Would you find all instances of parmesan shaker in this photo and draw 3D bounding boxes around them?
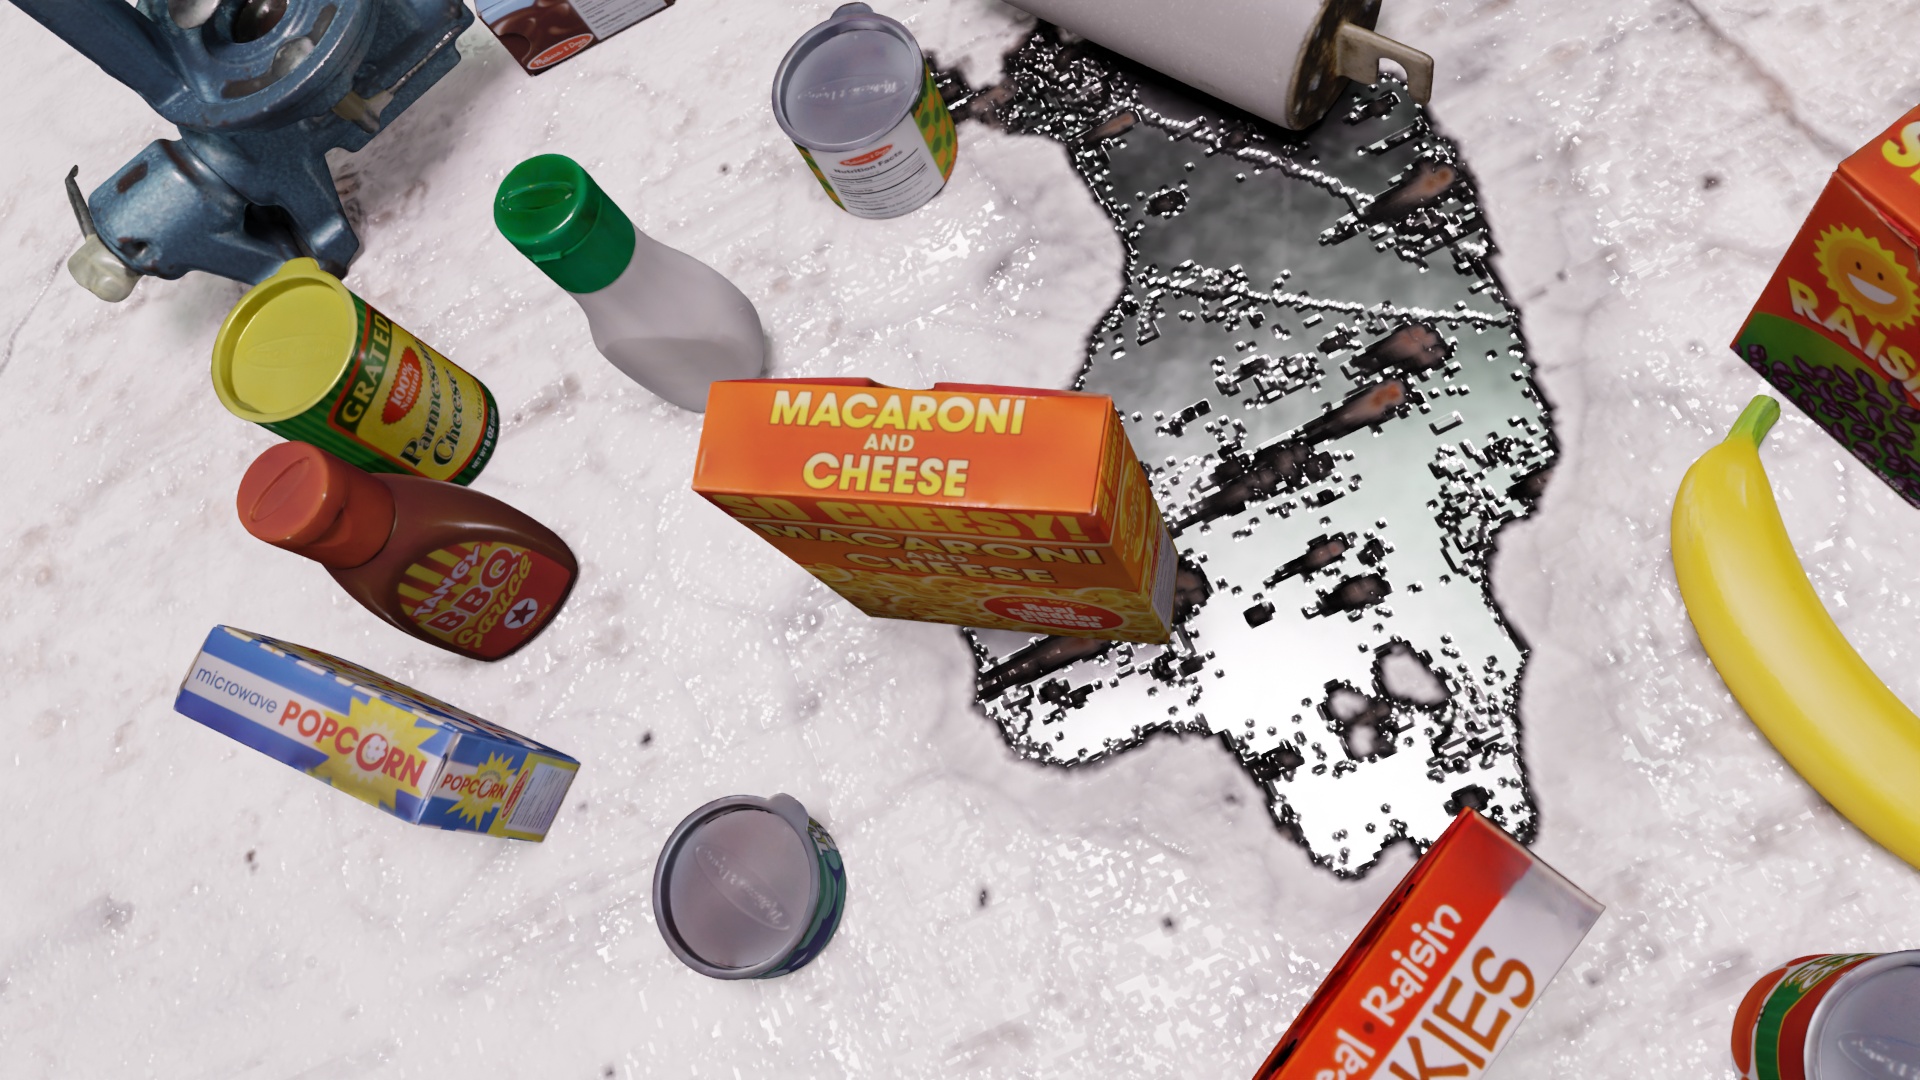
[{"bbox_3d":[-0.252,-0.065,0.592,0.071,0.103,0.071,-4,72,14],"label":"parmesan shaker"}]

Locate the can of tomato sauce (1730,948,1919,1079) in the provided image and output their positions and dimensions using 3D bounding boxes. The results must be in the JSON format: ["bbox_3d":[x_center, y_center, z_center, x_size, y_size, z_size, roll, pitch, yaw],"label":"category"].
[{"bbox_3d":[0.264,0.149,0.394,0.071,0.083,0.071,-4,72,14],"label":"can of tomato sauce"}]

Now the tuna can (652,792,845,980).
[{"bbox_3d":[-0.077,0.128,0.521,0.071,0.032,0.071,-4,72,14],"label":"tuna can"}]

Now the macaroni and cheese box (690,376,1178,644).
[{"bbox_3d":[0.002,-0.006,0.470,0.124,0.166,0.040,4,75,17],"label":"macaroni and cheese box"}]

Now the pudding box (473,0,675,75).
[{"bbox_3d":[-0.186,-0.265,0.667,0.083,0.049,0.030,-25,68,6],"label":"pudding box"}]

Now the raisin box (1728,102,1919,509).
[{"bbox_3d":[0.300,-0.068,0.432,0.040,0.123,0.086,-38,67,2],"label":"raisin box"}]

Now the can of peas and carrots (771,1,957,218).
[{"bbox_3d":[-0.040,-0.183,0.596,0.071,0.058,0.071,-4,72,14],"label":"can of peas and carrots"}]

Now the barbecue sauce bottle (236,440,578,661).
[{"bbox_3d":[-0.210,0.003,0.534,0.044,0.148,0.065,41,87,22],"label":"barbecue sauce bottle"}]

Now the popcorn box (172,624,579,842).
[{"bbox_3d":[-0.229,0.077,0.550,0.127,0.085,0.038,18,79,20],"label":"popcorn box"}]

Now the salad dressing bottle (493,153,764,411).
[{"bbox_3d":[-0.126,-0.097,0.544,0.064,0.147,0.044,-5,72,14],"label":"salad dressing bottle"}]

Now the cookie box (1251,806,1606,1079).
[{"bbox_3d":[0.116,0.142,0.391,0.040,0.167,0.123,36,85,22],"label":"cookie box"}]
